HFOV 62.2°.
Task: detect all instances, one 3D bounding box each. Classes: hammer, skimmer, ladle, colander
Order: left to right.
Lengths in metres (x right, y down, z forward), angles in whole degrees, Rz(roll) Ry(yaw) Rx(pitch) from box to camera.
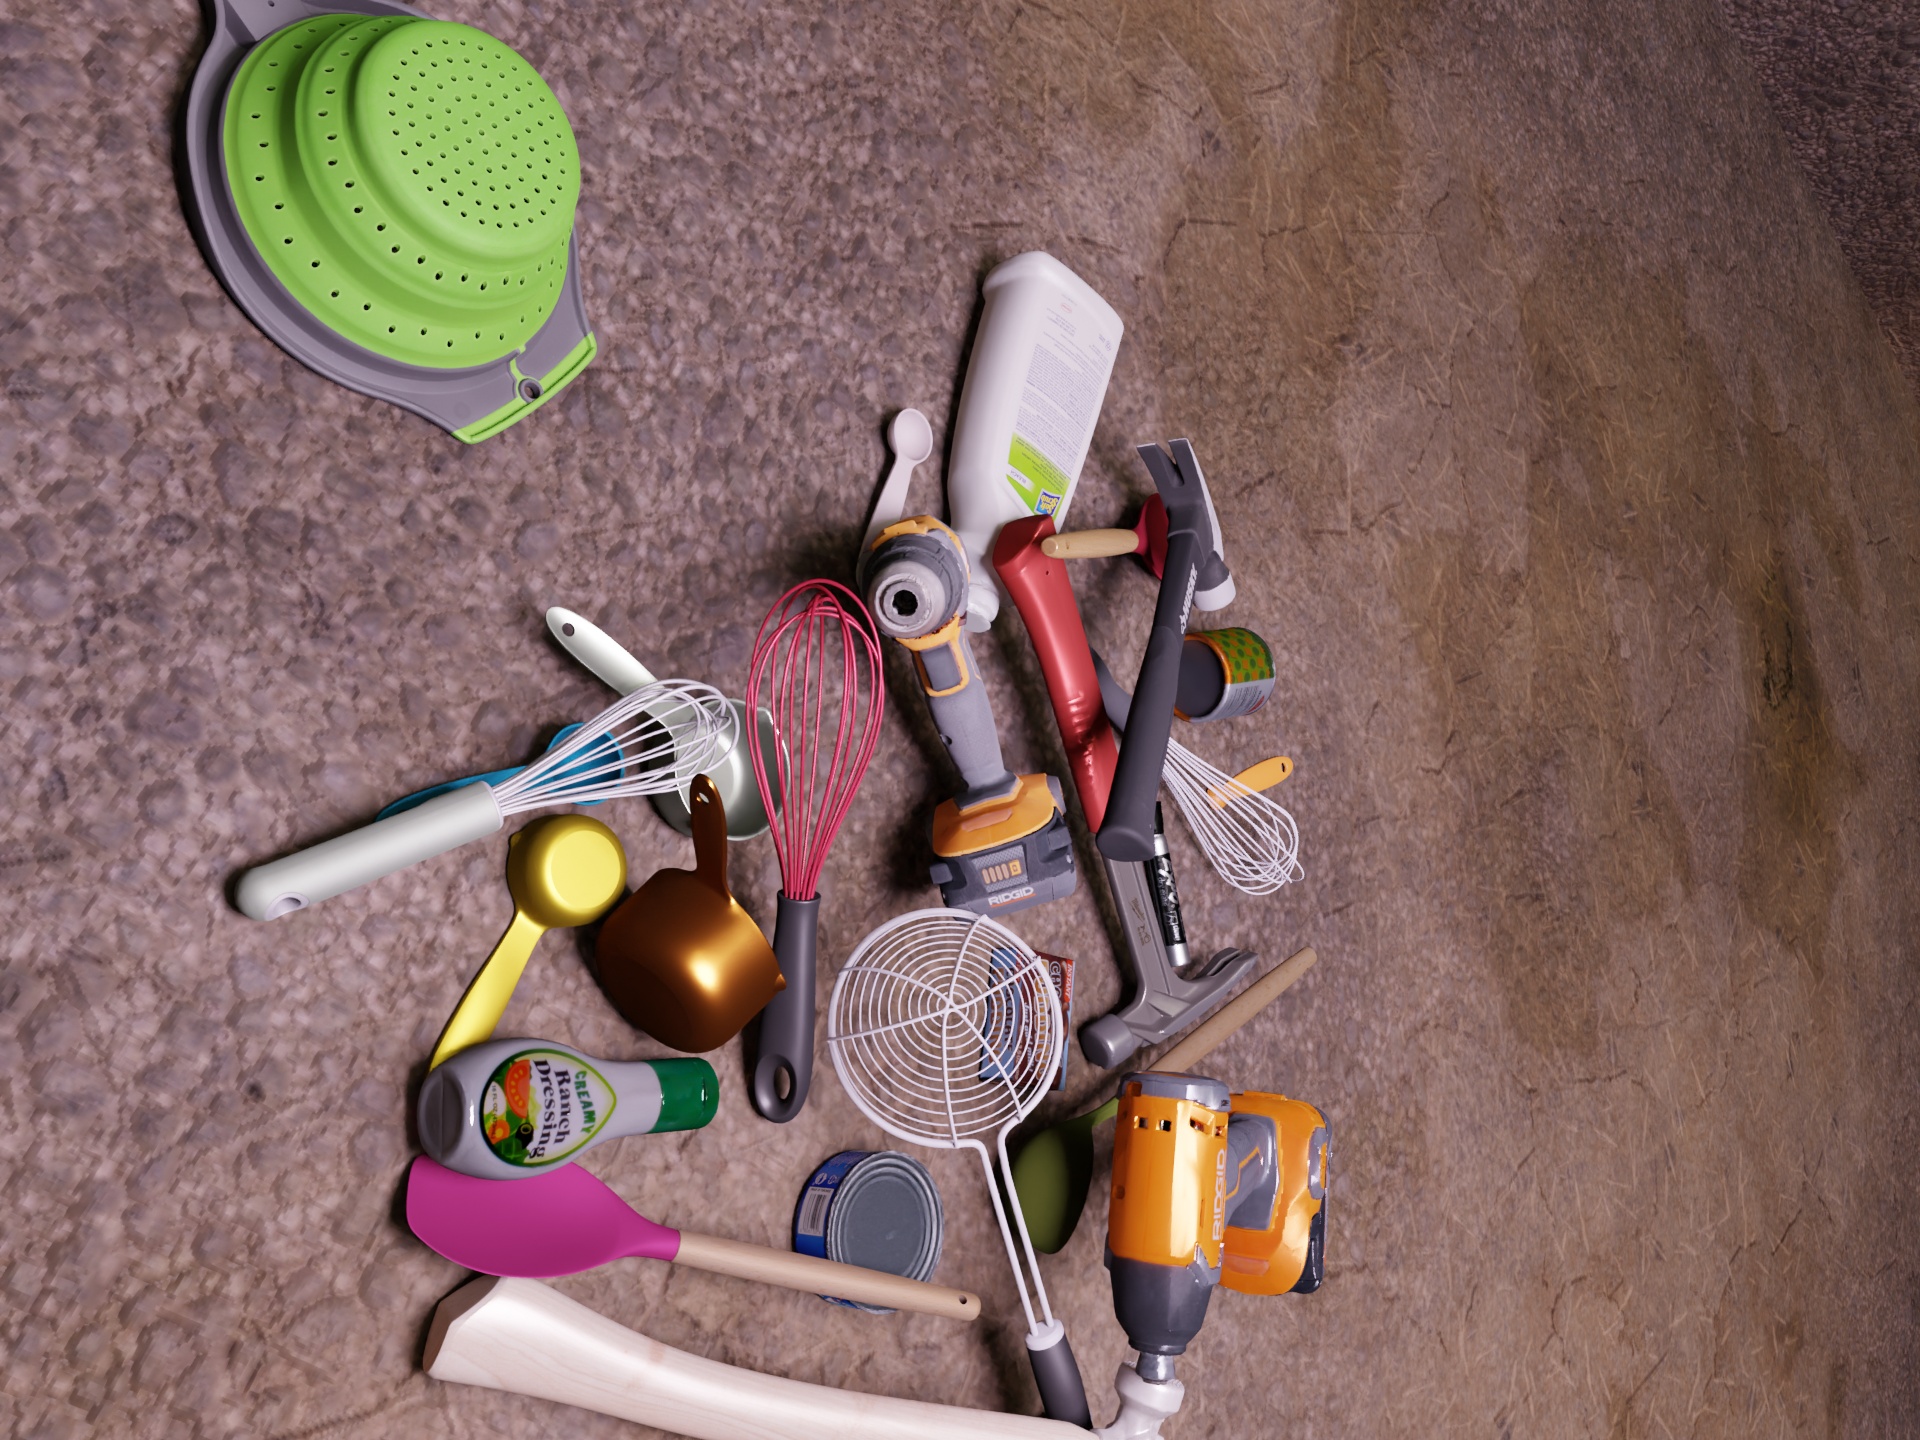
[{"bbox_3d":[-0.292,-0.323,0.725,0.396,0.094,0.204,56,49,-21],"label":"colander"},{"bbox_3d":[-0.069,0.360,0.794,0.410,0.038,0.146,25,78,-25],"label":"hammer"},{"bbox_3d":[0.024,0.282,0.900,0.127,0.090,0.363,-20,111,-13],"label":"skimmer"},{"bbox_3d":[0.098,0.038,1.028,0.149,0.037,0.359,-28,110,-33],"label":"hammer"},{"bbox_3d":[0.106,-0.117,1.051,0.315,0.031,0.069,-19,96,-68],"label":"ladle"},{"bbox_3d":[0.126,-0.042,1.003,0.335,0.035,0.146,-71,147,-45],"label":"hammer"},{"bbox_3d":[0.144,0.235,1.037,0.320,0.078,0.062,-28,71,-37],"label":"ladle"}]

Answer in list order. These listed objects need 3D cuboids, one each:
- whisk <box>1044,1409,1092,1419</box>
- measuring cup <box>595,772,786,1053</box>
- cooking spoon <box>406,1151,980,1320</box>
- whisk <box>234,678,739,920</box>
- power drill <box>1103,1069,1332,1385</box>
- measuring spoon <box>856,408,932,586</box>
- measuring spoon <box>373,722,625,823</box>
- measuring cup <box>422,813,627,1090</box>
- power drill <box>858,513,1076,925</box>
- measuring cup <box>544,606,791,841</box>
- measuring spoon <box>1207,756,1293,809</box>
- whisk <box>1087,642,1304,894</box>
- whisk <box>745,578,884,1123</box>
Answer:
[{"bbox_3d":[0.005,0.455,0.895,0.239,0.055,0.055,-19,95,-50],"label":"whisk"},{"bbox_3d":[-0.135,0.095,0.759,0.052,0.095,0.173,-45,157,-36],"label":"measuring cup"},{"bbox_3d":[-0.120,0.266,0.789,0.318,0.017,0.069,23,34,-29],"label":"cooking spoon"},{"bbox_3d":[-0.213,0.036,0.742,0.246,0.057,0.059,-23,65,-31],"label":"whisk"},{"bbox_3d":[0.151,0.295,0.940,0.226,0.084,0.164,26,67,-58],"label":"power drill"},{"bbox_3d":[-0.047,-0.138,0.990,0.034,0.018,0.124,33,67,-41],"label":"measuring spoon"},{"bbox_3d":[-0.226,0.034,0.778,0.128,0.021,0.042,-18,91,-36],"label":"measuring spoon"},{"bbox_3d":[-0.210,0.113,0.763,0.062,0.029,0.157,43,55,-30],"label":"measuring cup"},{"bbox_3d":[-0.001,-0.003,0.899,0.185,0.084,0.226,-84,157,-79],"label":"power drill"},{"bbox_3d":[-0.160,0.000,0.832,0.167,0.038,0.083,44,54,-27],"label":"measuring cup"},{"bbox_3d":[0.225,0.046,1.218,0.117,0.011,0.021,-18,94,-45],"label":"measuring spoon"},{"bbox_3d":[0.148,0.028,1.121,0.284,0.070,0.070,43,54,-23],"label":"whisk"},{"bbox_3d":[-0.083,0.072,0.831,0.073,0.073,0.295,-6,106,-45],"label":"whisk"}]
